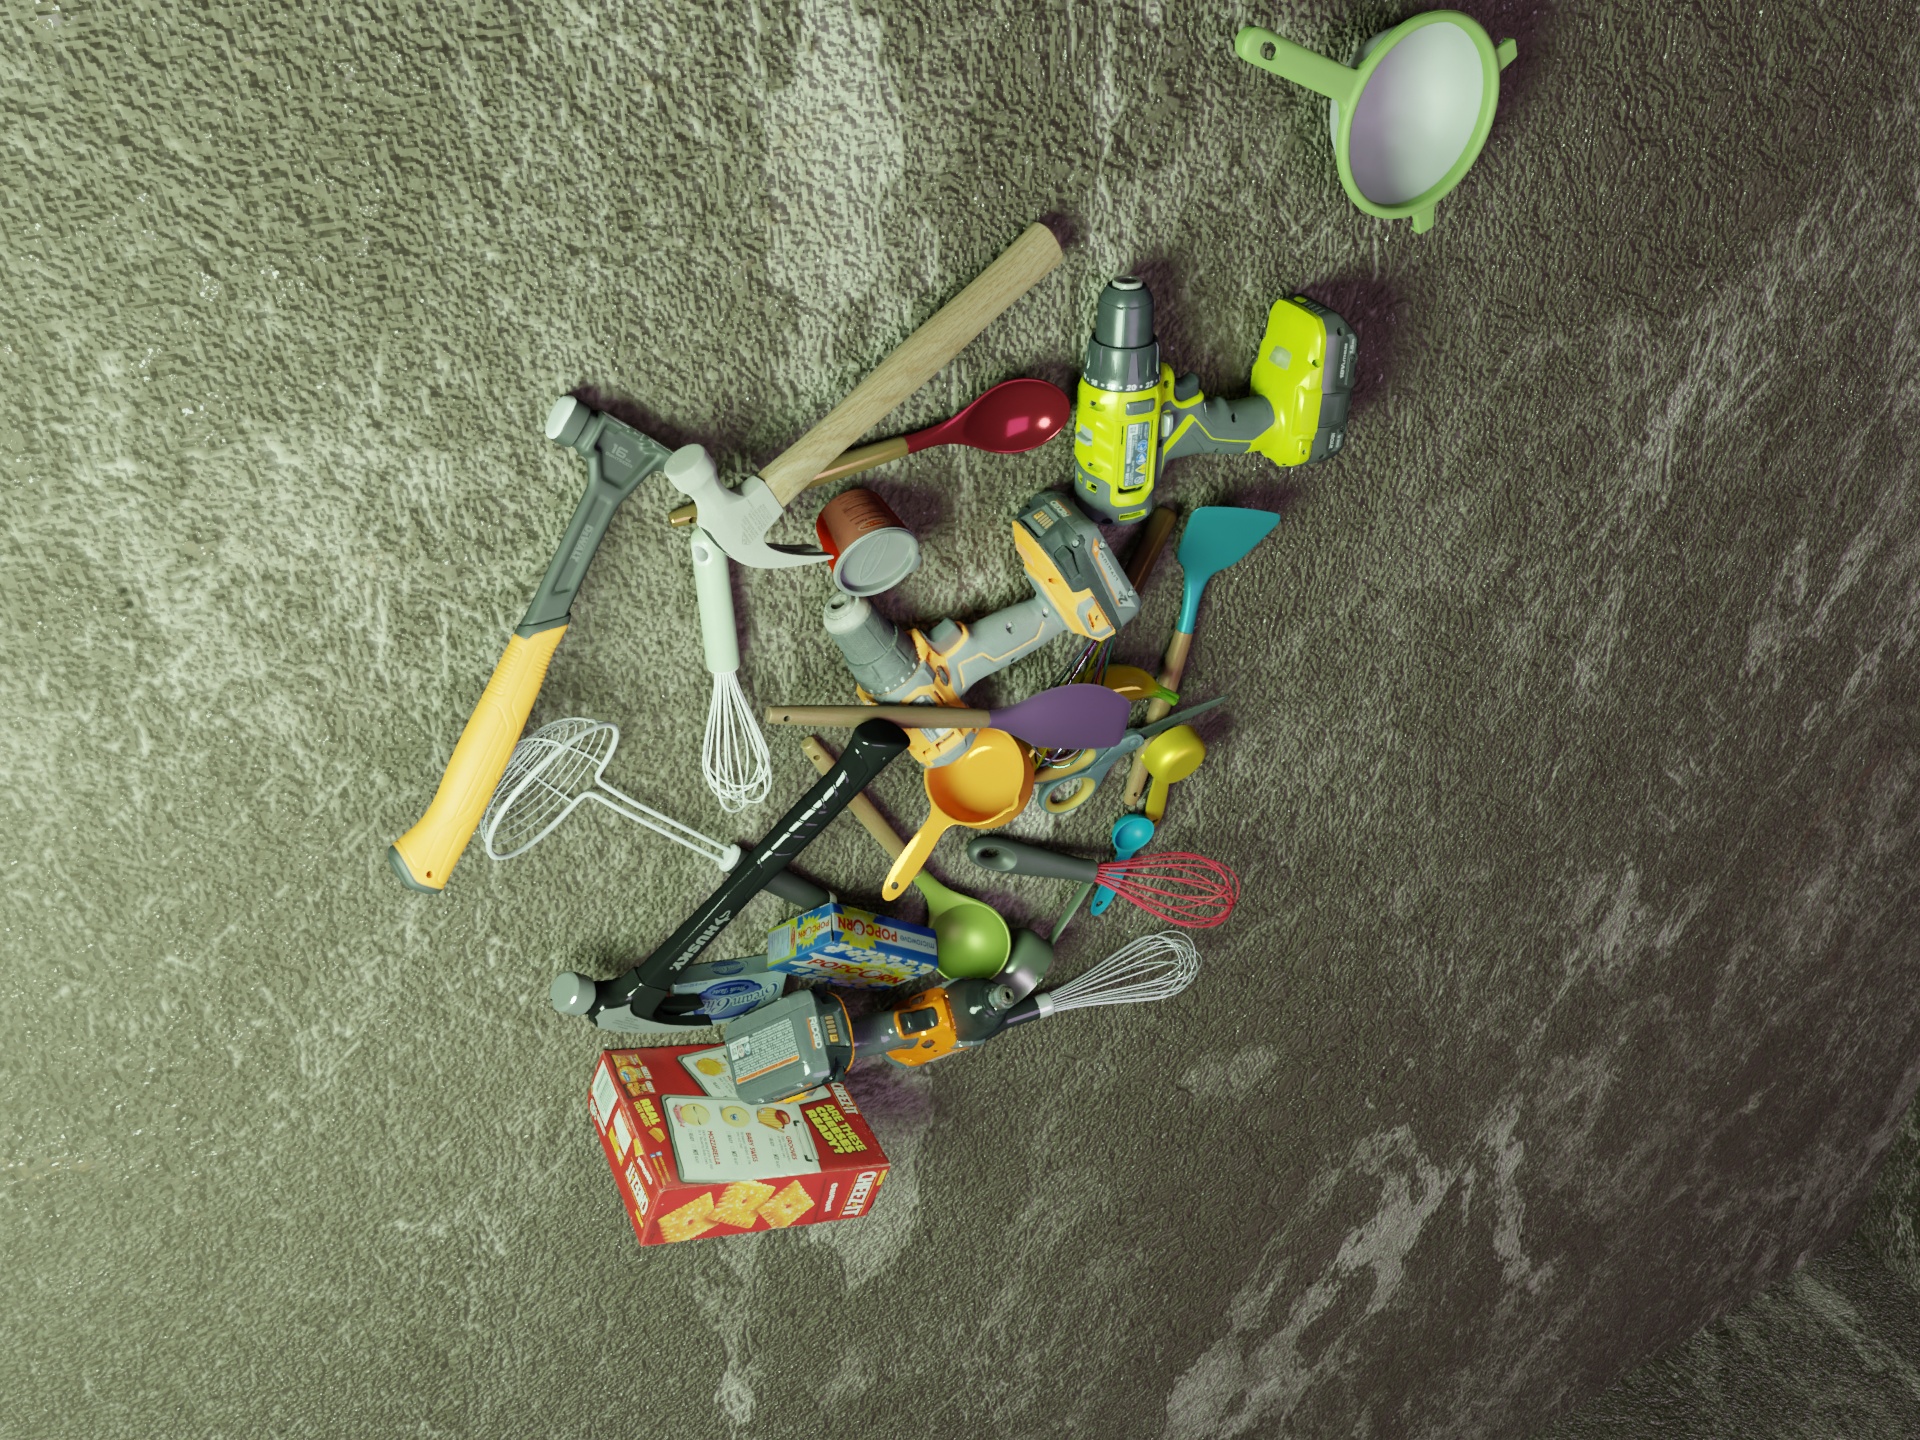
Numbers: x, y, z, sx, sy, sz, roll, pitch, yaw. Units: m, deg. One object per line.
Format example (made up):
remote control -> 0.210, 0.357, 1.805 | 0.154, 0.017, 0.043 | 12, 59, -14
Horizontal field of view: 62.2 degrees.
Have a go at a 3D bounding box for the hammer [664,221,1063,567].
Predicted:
hammer -> -0.050, -0.232, 1.113 | 0.331, 0.031, 0.129 | -44, 133, -12

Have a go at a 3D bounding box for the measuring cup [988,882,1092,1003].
measuring cup -> 0.075, 0.194, 1.503 | 0.038, 0.083, 0.167 | 40, 74, -11

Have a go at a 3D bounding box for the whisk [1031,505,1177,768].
whisk -> 0.121, -0.068, 1.330 | 0.047, 0.051, 0.245 | 28, 89, -58

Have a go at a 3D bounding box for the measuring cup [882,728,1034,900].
measuring cup -> -0.006, 0.082, 1.342 | 0.173, 0.095, 0.052 | -55, 158, 4

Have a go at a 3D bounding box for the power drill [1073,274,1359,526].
power drill -> 0.195, -0.265, 1.253 | 0.228, 0.080, 0.190 | -15, 127, -21

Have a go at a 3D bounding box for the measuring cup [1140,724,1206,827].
measuring cup -> 0.194, 0.063, 1.477 | 0.062, 0.029, 0.156 | -22, 145, -19

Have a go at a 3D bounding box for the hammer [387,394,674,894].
hammer -> -0.282, -0.039, 1.059 | 0.127, 0.034, 0.337 | 28, 86, -36

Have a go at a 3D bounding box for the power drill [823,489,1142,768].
power drill -> 0.012, -0.084, 1.256 | 0.226, 0.084, 0.185 | -37, 133, 1

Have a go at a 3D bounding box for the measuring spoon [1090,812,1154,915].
measuring spoon -> 0.148, 0.136, 1.536 | 0.042, 0.021, 0.128 | 3, 127, -25

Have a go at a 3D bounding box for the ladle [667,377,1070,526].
ladle -> -0.064, -0.193, 1.167 | 0.315, 0.031, 0.069 | -20, 140, -18

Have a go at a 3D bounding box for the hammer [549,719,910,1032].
hammer -> -0.161, 0.124, 1.238 | 0.334, 0.035, 0.146 | -46, 142, 12

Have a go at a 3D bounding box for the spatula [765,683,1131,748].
spatula -> -0.002, -0.004, 1.249 | 0.315, 0.018, 0.059 | 0, 115, -26

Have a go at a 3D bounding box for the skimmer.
skimmer -> -0.212, 0.101, 1.224 | 0.127, 0.090, 0.362 | -51, 133, 6

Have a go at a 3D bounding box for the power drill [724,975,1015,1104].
power drill -> -0.069, 0.266, 1.372 | 0.226, 0.084, 0.164 | 0, 158, -43

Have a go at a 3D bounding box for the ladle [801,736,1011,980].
ladle -> -0.048, 0.124, 1.371 | 0.078, 0.062, 0.319 | -29, 130, 9

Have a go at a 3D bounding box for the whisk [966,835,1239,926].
whisk -> 0.138, 0.145, 1.486 | 0.295, 0.073, 0.073 | 13, 113, -24

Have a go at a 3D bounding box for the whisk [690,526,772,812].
whisk -> -0.176, -0.035, 1.190 | 0.059, 0.058, 0.246 | -47, 144, -48

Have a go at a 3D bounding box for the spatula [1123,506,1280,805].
spatula -> 0.195, -0.052, 1.416 | 0.082, 0.044, 0.317 | 2, 120, -20

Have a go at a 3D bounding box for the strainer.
strainer -> 0.286, -0.469, 1.178 | 0.256, 0.069, 0.151 | 5, 119, -34

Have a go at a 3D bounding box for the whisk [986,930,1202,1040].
whisk -> 0.110, 0.272, 1.577 | 0.284, 0.070, 0.070 | -15, 127, -17
